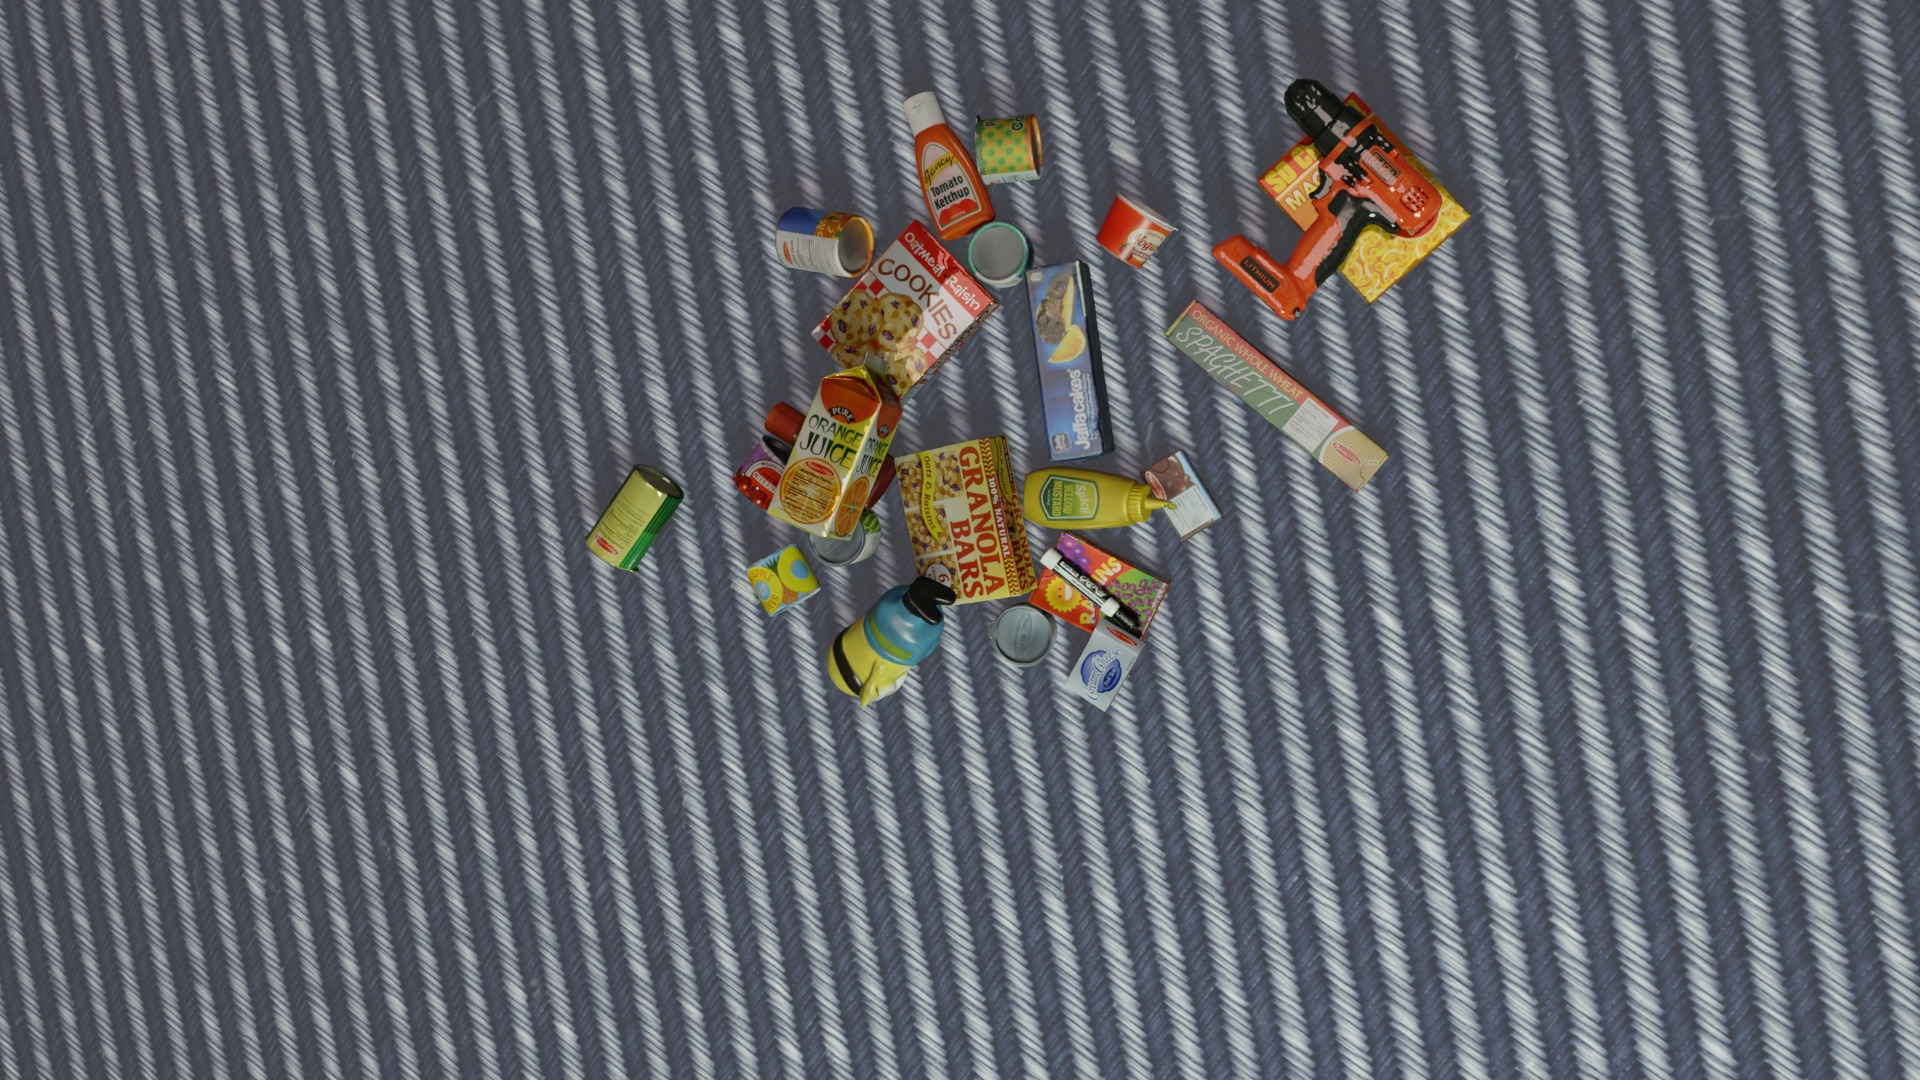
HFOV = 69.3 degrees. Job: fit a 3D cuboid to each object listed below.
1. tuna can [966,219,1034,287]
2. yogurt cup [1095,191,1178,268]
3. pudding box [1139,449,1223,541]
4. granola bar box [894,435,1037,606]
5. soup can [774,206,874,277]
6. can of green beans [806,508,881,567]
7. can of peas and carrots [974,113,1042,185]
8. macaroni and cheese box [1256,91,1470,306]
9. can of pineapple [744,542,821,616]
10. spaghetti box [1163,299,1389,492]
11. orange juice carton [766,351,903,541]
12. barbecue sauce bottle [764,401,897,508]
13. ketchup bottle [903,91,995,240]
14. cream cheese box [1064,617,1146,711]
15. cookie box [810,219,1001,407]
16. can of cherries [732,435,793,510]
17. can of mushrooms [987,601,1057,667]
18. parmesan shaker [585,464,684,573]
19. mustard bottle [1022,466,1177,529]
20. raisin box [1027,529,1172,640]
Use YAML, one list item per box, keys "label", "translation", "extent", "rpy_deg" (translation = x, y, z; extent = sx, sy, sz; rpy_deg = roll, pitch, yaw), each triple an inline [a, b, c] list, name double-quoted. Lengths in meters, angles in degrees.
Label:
- label: "tuna can"
  translation: [0.042, -0.301, 1.450]
  extent: [0.071, 0.033, 0.071]
  rpy_deg: [1, 95, 14]
- label: "yogurt cup"
  translation: [0.173, -0.312, 1.401]
  extent: [0.072, 0.072, 0.053]
  rpy_deg: [37, 110, 9]
- label: "pudding box"
  translation: [0.227, -0.047, 1.423]
  extent: [0.049, 0.030, 0.084]
  rpy_deg: [-33, 86, 15]
- label: "granola bar box"
  translation: [0.005, -0.018, 1.459]
  extent: [0.124, 0.039, 0.165]
  rpy_deg: [-11, 92, 34]
- label: "soup can"
  translation: [-0.142, -0.317, 1.468]
  extent: [0.084, 0.071, 0.071]
  rpy_deg: [15, 98, 31]
- label: "can of green beans"
  translation: [-0.125, -0.007, 1.500]
  extent: [0.071, 0.058, 0.071]
  rpy_deg: [1, 95, 14]
- label: "can of peas and carrots"
  translation: [0.050, -0.403, 1.422]
  extent: [0.059, 0.071, 0.071]
  rpy_deg: [-2, 94, 14]
- label: "macaroni and cheese box"
  translation: [0.391, -0.332, 1.355]
  extent: [0.123, 0.040, 0.166]
  rpy_deg: [-42, 84, 13]
- label: "can of pineapple"
  translation: [-0.195, 0.044, 1.516]
  extent: [0.071, 0.071, 0.058]
  rpy_deg: [-31, 87, 15]
- label: "spaghetti box"
  translation: [0.316, -0.147, 1.394]
  extent: [0.250, 0.029, 0.050]
  rpy_deg: [41, 103, 8]
- label: "orange juice carton"
  translation: [-0.121, -0.101, 1.433]
  extent: [0.073, 0.072, 0.192]
  rpy_deg: [23, 92, 16]
- label: "barbecue sauce bottle"
  translation: [-0.143, -0.098, 1.506]
  extent: [0.149, 0.043, 0.065]
  rpy_deg: [33, 87, 11]
- label: "ketchup bottle"
  translation: [-0.017, -0.393, 1.453]
  extent: [0.064, 0.043, 0.149]
  rpy_deg: [-22, 88, 20]
- label: "cream cheese box"
  translation: [0.148, 0.128, 1.431]
  extent: [0.053, 0.024, 0.103]
  rpy_deg: [32, 137, 11]
- label: "cookie box"
  translation: [-0.059, -0.236, 1.476]
  extent: [0.167, 0.040, 0.123]
  rpy_deg: [-45, 83, 13]
- label: "can of cherries"
  translation: [-0.205, -0.071, 1.509]
  extent: [0.071, 0.071, 0.058]
  rpy_deg: [41, 103, 8]
- label: "can of mushrooms"
  translation: [0.066, 0.098, 1.473]
  extent: [0.071, 0.033, 0.071]
  rpy_deg: [1, 95, 14]
- label: "parmesan shaker"
  translation: [-0.362, -0.025, 1.556]
  extent: [0.071, 0.071, 0.103]
  rpy_deg: [39, 102, 8]
- label: "mustard bottle"
  translation: [0.143, -0.042, 1.421]
  extent: [0.160, 0.049, 0.065]
  rpy_deg: [3, 95, 26]
- label: "raisin box"
  translation: [0.145, 0.053, 1.446]
  extent: [0.123, 0.040, 0.086]
  rpy_deg: [27, 101, 12]
